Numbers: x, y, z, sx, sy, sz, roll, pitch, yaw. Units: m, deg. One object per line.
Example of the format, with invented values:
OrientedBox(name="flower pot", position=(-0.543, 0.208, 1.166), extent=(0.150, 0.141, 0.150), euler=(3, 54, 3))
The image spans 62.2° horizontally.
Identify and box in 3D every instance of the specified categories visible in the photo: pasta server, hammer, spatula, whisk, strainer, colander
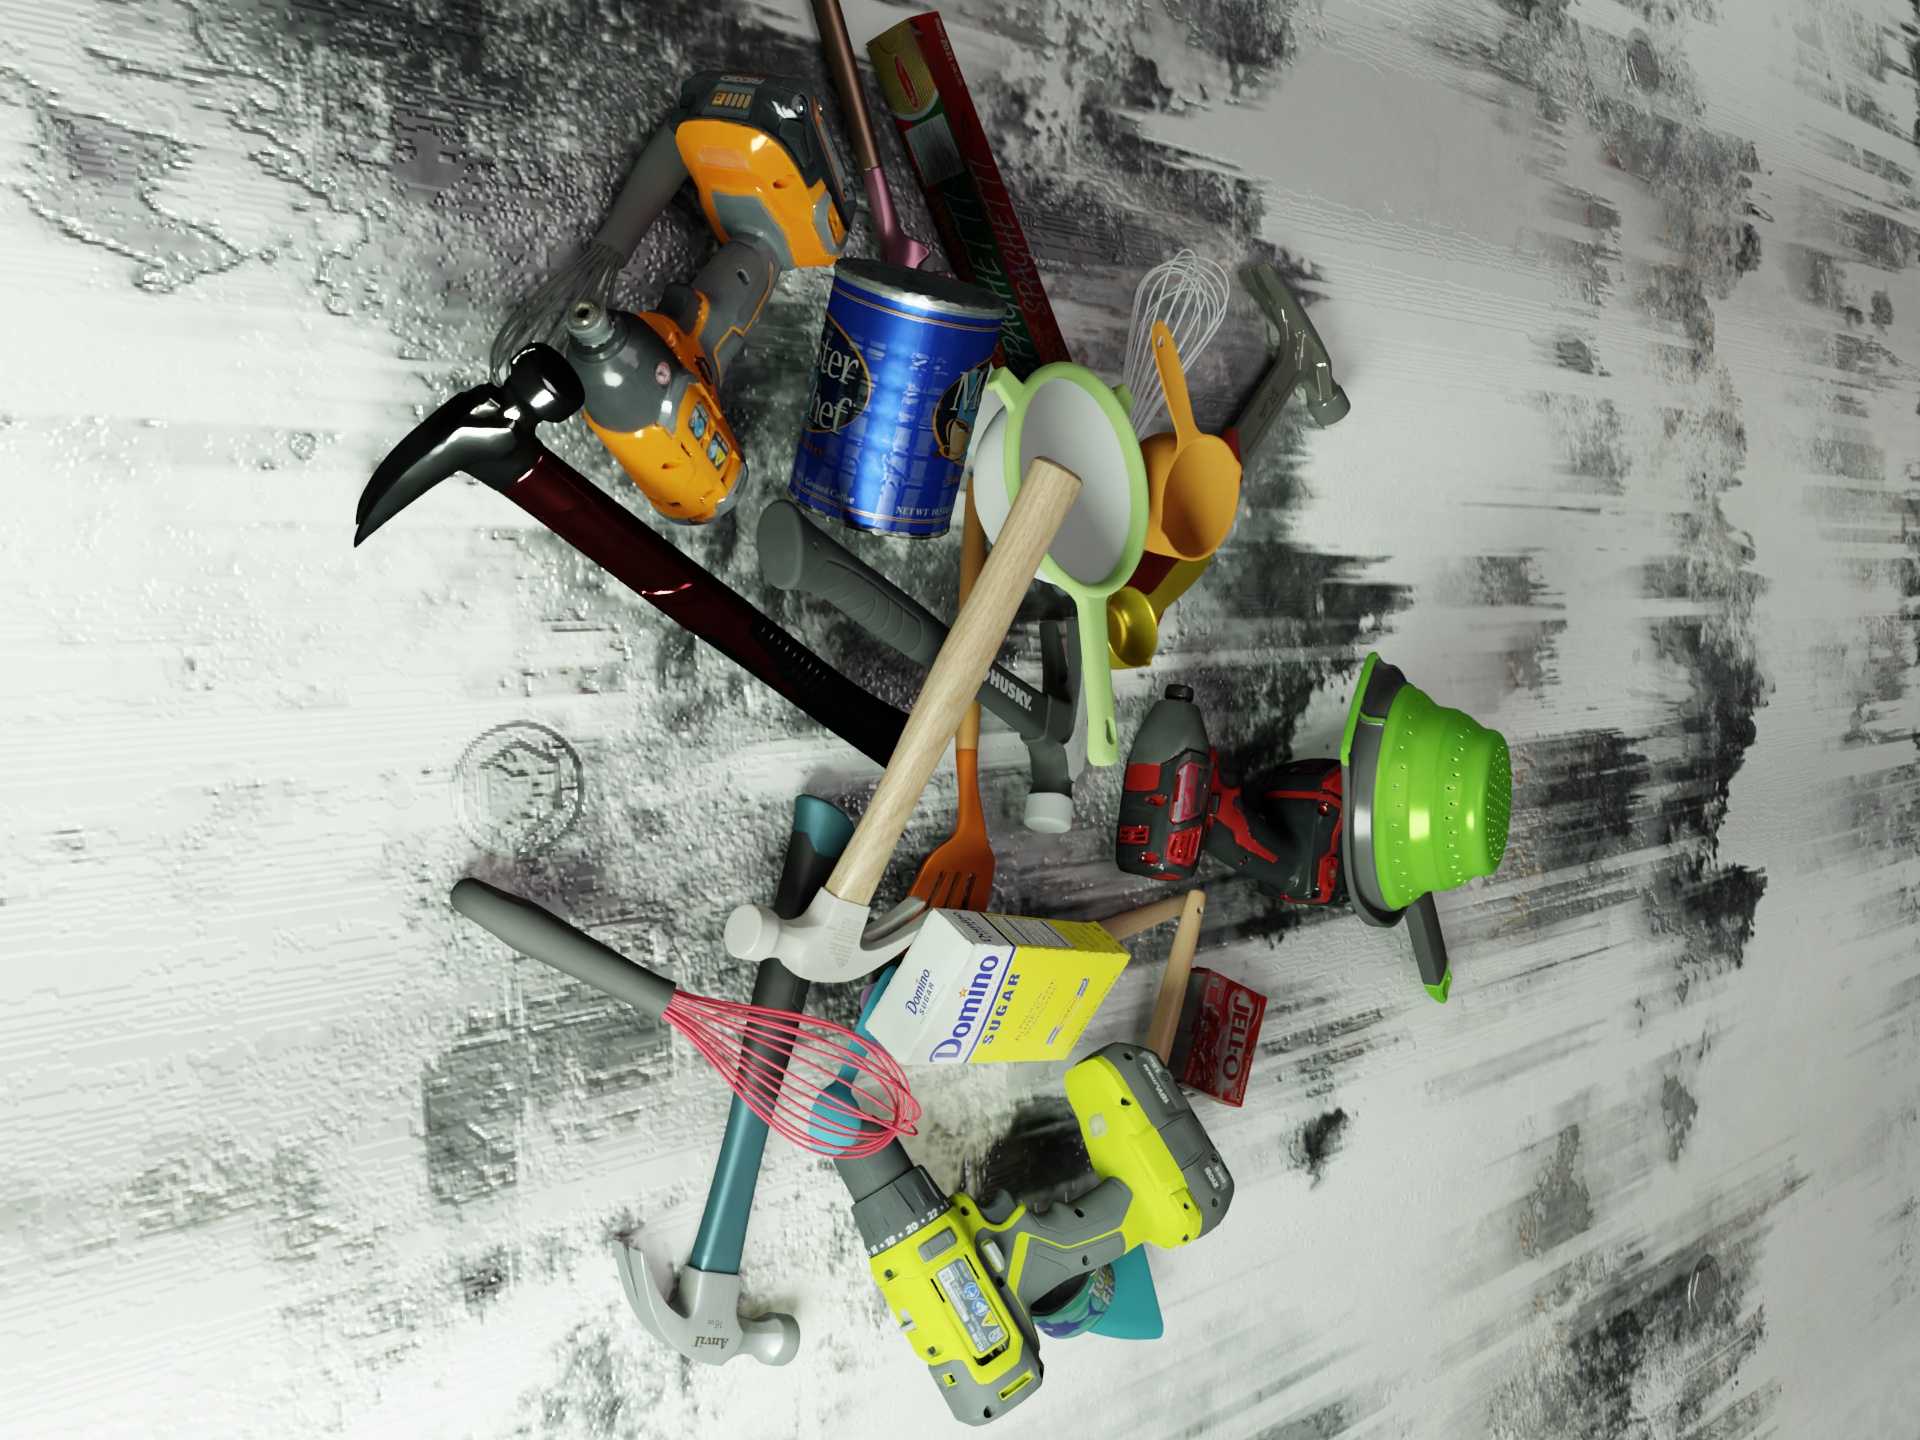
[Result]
OrientedBox(name="pasta server", position=(-0.058, -0.379, 1.010), extent=(0.060, 0.040, 0.316), euler=(-28, 106, -50))
OrientedBox(name="hammer", position=(-0.117, 0.208, 0.945), extent=(0.128, 0.033, 0.331), euler=(23, 74, -39))
OrientedBox(name="hammer", position=(-0.011, -0.049, 0.978), extent=(0.334, 0.035, 0.146), euler=(33, 59, -50))
OrientedBox(name="spatula", position=(-0.002, -0.003, 1.057), extent=(0.081, 0.041, 0.323), euler=(10, 78, -41))
OrientedBox(name="spatula", position=(0.058, 0.166, 1.104), extent=(0.316, 0.018, 0.059), euler=(-15, 102, -38))
OrientedBox(name="whisk", position=(-0.146, 0.163, 0.874), extent=(0.295, 0.073, 0.073), euler=(32, 68, -17))
OrientedBox(name="spatula", position=(0.142, 0.278, 1.146), extent=(0.082, 0.044, 0.317), euler=(21, 79, -35))
OrientedBox(name="hammer", position=(0.188, -0.185, 1.213), extent=(0.149, 0.037, 0.359), euler=(50, 59, -27))
OrientedBox(name="hammer", position=(-0.014, 0.002, 0.927), extent=(0.130, 0.031, 0.331), euler=(23, 95, -45))
OrientedBox(name="whisk", position=(-0.194, -0.262, 0.887), extent=(0.055, 0.055, 0.239), euler=(39, 61, -32))
OrientedBox(name="whisk", position=(0.122, -0.217, 1.149), extent=(0.070, 0.070, 0.285), euler=(32, 74, -35))
OrientedBox(name="strainer", position=(0.060, -0.097, 1.025), extent=(0.151, 0.069, 0.256), euler=(-8, 93, -51))
OrientedBox(name="colander", position=(0.393, 0.113, 1.271), extent=(0.205, 0.094, 0.396), euler=(-65, 144, -34))
OrientedBox(name="hammer", position=(-0.148, -0.051, 0.901), extent=(0.385, 0.143, 0.038), euler=(39, 27, -43))

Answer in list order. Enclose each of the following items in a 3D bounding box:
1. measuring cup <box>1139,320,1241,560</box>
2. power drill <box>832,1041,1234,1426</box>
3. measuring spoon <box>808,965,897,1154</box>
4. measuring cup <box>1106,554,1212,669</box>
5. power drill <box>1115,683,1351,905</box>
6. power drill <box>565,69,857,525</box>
OrientedBox(name="measuring cup", position=(0.138, -0.194, 1.096), extent=(0.095, 0.052, 0.173), euler=(-38, 125, -30))
OrientedBox(name="power drill", position=(0.043, 0.300, 1.010), extent=(0.228, 0.080, 0.191), euler=(-24, 77, -30))
OrientedBox(name="measuring spoon", position=(-0.057, 0.207, 0.974), extent=(0.042, 0.021, 0.129), euler=(61, 43, -44))
OrientedBox(name="measuring cup", position=(0.135, -0.088, 1.129), extent=(0.156, 0.029, 0.062), euler=(-44, 114, -42))
OrientedBox(name="power drill", position=(0.212, 0.061, 1.202), extent=(0.219, 0.078, 0.143), euler=(16, 78, -36))
OrientedBox(name="power drill", position=(-0.141, -0.241, 0.871), extent=(0.164, 0.084, 0.227), euler=(60, 47, -64))
